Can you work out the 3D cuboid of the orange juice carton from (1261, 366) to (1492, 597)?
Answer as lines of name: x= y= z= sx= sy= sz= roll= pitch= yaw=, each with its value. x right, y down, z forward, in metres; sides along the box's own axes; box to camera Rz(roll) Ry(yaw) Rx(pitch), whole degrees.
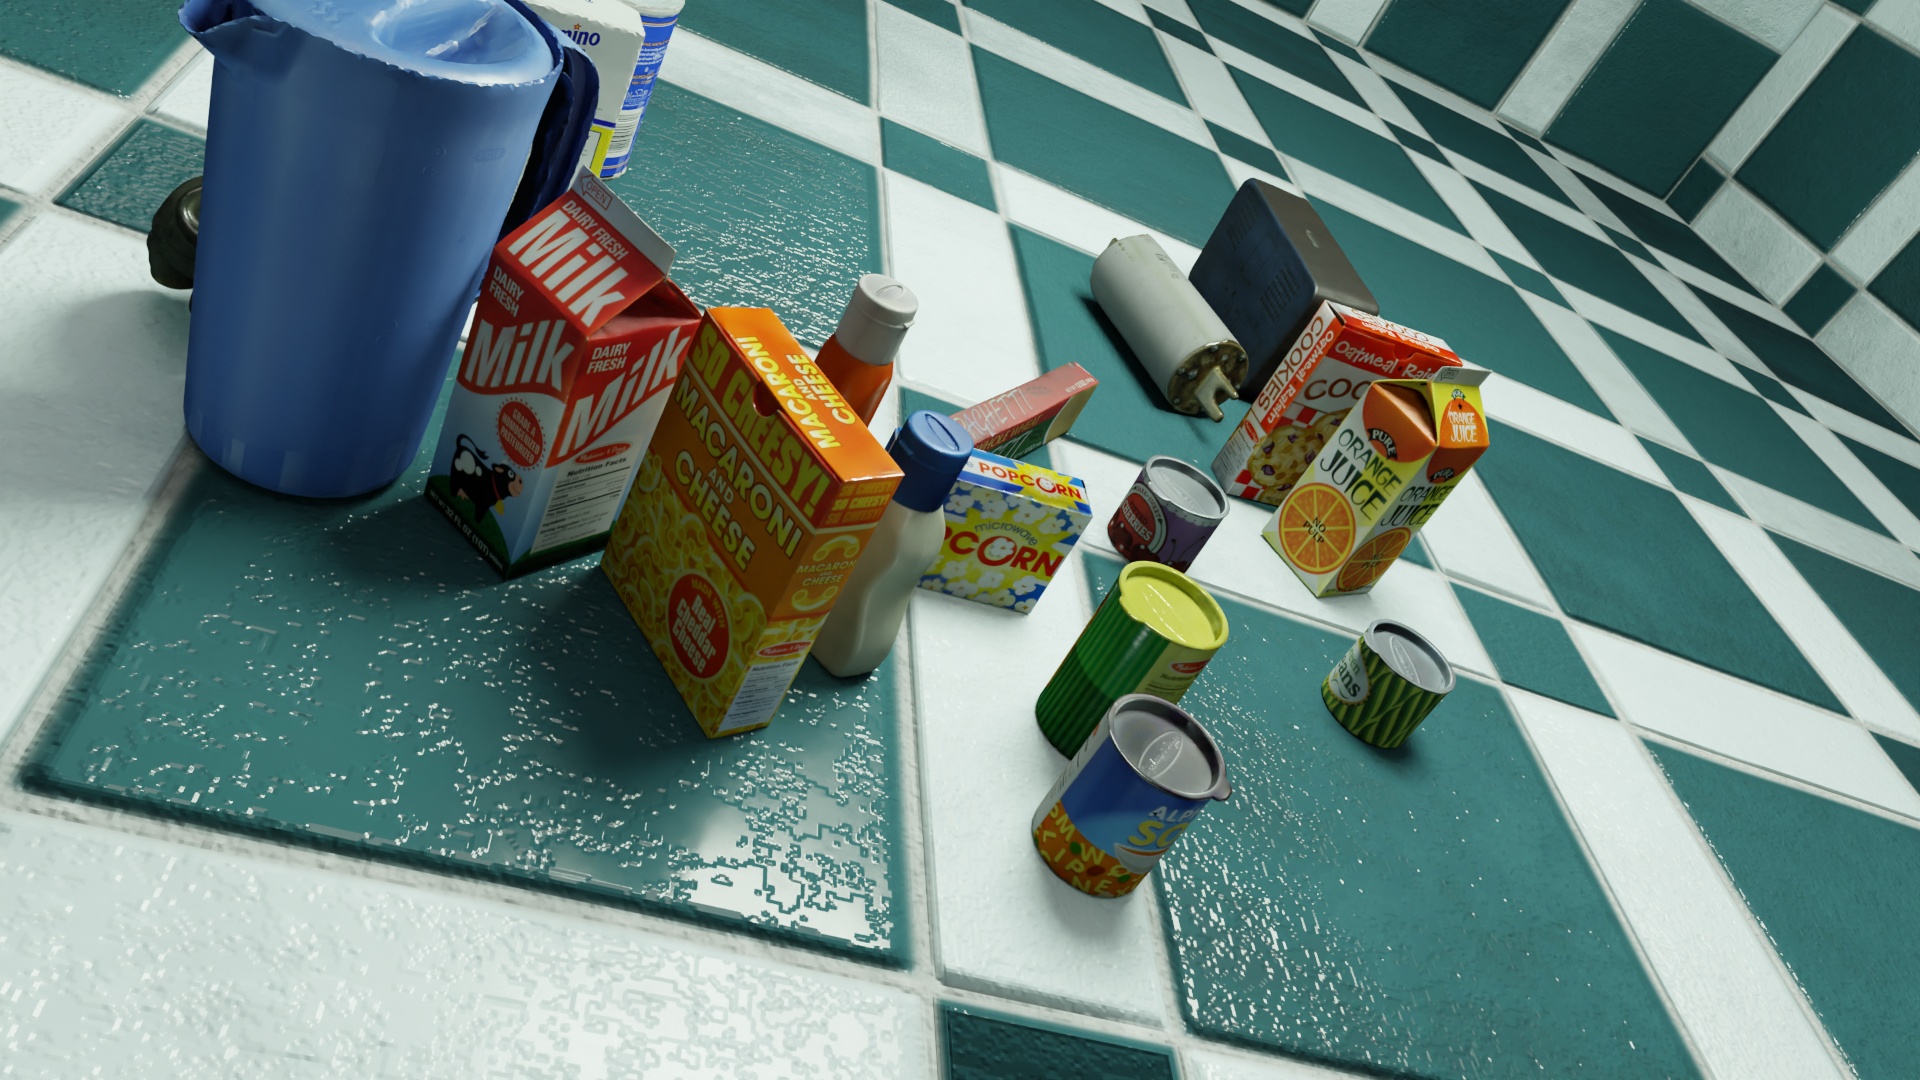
orange juice carton: x=0.314 y=-0.051 z=1.022 sx=0.072 sy=0.191 sz=0.073 roll=-2 pitch=45 yaw=-40

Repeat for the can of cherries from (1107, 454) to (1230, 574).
can of cherries: x=0.142 y=-0.017 z=0.963 sx=0.071 sy=0.058 sz=0.072 roll=21 pitch=34 yaw=-15

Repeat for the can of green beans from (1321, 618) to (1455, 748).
can of green beans: x=0.284 y=0.095 z=0.925 sx=0.071 sy=0.057 sz=0.071 roll=21 pitch=34 yaw=-15

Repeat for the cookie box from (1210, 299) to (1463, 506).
cookie box: x=0.294 y=-0.097 z=1.090 sx=0.123 sy=0.166 sz=0.040 roll=12 pitch=37 yaw=-26

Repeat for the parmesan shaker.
parmesan shaker: x=0.090 y=0.071 z=0.765 sx=0.071 sy=0.102 sz=0.072 roll=21 pitch=34 yaw=-15

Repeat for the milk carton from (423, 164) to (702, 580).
milk carton: x=-0.188 y=-0.079 z=0.668 sx=0.072 sy=0.189 sz=0.074 roll=43 pitch=34 yaw=18

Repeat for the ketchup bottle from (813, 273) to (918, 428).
ketchup bottle: x=-0.069 y=-0.083 z=0.804 sx=0.043 sy=0.148 sz=0.065 roll=36 pitch=33 yaw=8

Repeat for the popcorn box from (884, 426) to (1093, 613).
popcorn box: x=0.003 y=-0.010 z=0.822 sx=0.127 sy=0.084 sz=0.038 roll=15 pitch=36 yaw=-23

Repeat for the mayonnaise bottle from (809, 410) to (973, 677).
mayonnaise bottle: x=-0.040 y=0.001 z=0.716 sx=0.041 sy=0.147 sz=0.065 roll=-5 pitch=47 yaw=-43

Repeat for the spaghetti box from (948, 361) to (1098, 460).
spaghetti box: x=0.021 y=-0.071 z=0.950 sx=0.029 sy=0.050 sz=0.251 roll=39 pitch=34 yaw=14

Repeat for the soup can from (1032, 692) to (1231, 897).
soup can: x=0.085 y=0.131 z=0.698 sx=0.071 sy=0.083 sz=0.072 roll=21 pitch=34 yaw=-15

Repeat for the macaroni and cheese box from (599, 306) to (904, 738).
macaroni and cheese box: x=-0.106 y=-0.007 z=0.658 sx=0.040 sy=0.165 sz=0.124 roll=-8 pitch=48 yaw=-44
